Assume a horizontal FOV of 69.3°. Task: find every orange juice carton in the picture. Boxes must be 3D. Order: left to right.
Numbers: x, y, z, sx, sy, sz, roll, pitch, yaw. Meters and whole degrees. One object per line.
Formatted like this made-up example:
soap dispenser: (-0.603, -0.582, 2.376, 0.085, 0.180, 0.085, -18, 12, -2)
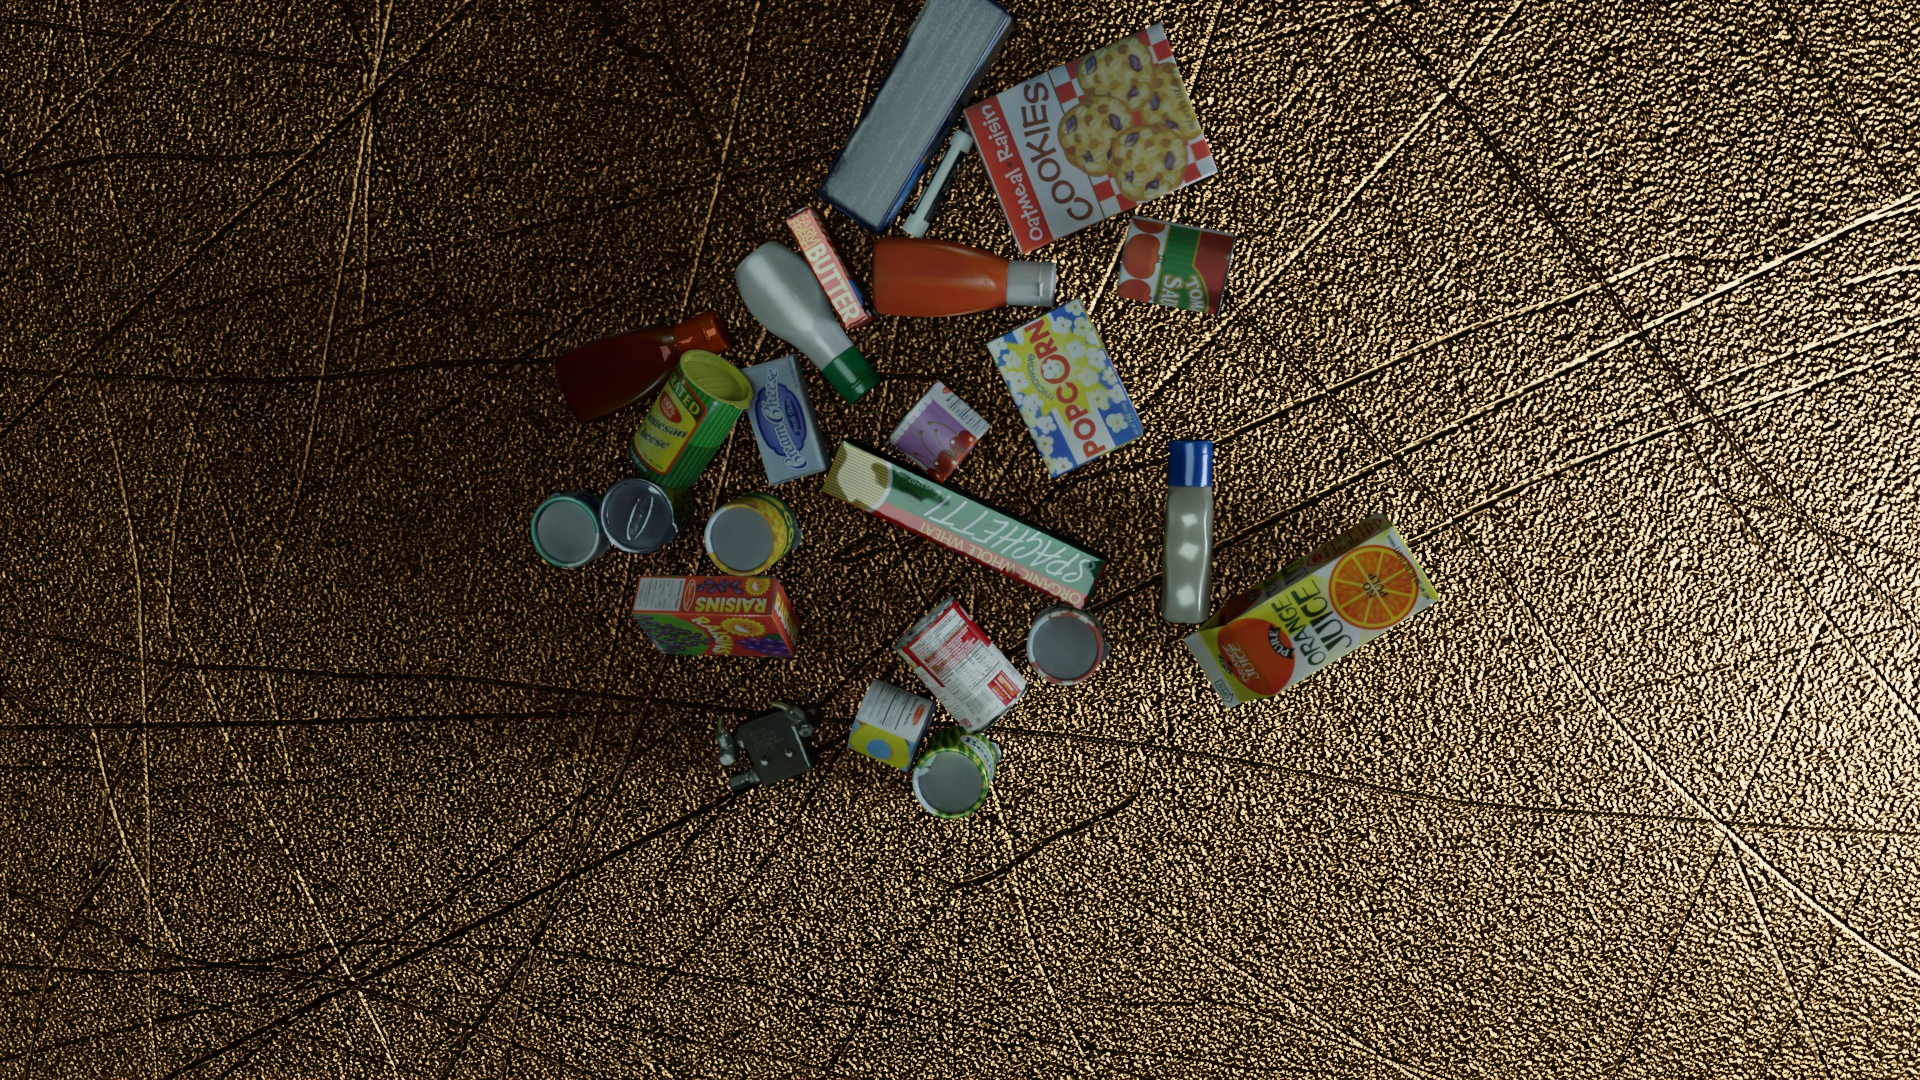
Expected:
orange juice carton: (0.281, 0.061, 1.131, 0.192, 0.073, 0.072, -33, 94, 13)

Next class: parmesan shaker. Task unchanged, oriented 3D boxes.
parmesan shaker: (-0.227, -0.099, 1.170, 0.071, 0.071, 0.102, 39, 118, 0)

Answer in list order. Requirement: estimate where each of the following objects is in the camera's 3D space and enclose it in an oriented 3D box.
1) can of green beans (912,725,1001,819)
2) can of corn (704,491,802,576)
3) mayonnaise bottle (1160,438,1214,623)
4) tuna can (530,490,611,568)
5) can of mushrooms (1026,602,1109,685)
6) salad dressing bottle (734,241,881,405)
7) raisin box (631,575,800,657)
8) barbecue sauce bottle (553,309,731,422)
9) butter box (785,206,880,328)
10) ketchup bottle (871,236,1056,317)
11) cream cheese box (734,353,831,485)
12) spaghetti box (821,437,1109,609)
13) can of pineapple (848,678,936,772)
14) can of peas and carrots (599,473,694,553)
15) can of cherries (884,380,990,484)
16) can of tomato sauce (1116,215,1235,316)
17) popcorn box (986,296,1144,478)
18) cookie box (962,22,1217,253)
can of green beans: (-0.005, 0.201, 1.206, 0.071, 0.058, 0.071, 1, 100, 8)
can of corn: (-0.178, -0.005, 1.197, 0.071, 0.058, 0.071, 2, 100, 9)
mayonnaise bottle: (0.187, -0.009, 1.141, 0.041, 0.065, 0.148, 2, 96, 12)
tuna can: (-0.347, -0.012, 1.234, 0.071, 0.033, 0.071, 1, 100, 8)
can of mushrooms: (0.092, 0.089, 1.185, 0.071, 0.033, 0.071, 1, 99, 9)
salad dressing bottle: (-0.126, -0.181, 1.167, 0.064, 0.044, 0.147, -39, 93, 6)
raisin box: (-0.209, 0.066, 1.200, 0.123, 0.085, 0.040, 1, 60, 9)
barbecue sauce bottle: (-0.270, -0.155, 1.193, 0.148, 0.044, 0.065, -20, 97, 11)
butter box: (-0.105, -0.225, 1.151, 0.024, 0.053, 0.103, -28, 95, 11)
ketchup bottle: (0.003, -0.214, 1.140, 0.149, 0.044, 0.064, 5, 115, 7)
cream cheese box: (-0.152, -0.104, 1.193, 0.053, 0.024, 0.103, -15, 97, 12)
spaghetti box: (0.004, -0.015, 1.183, 0.250, 0.029, 0.050, 25, 103, 4)
can of pineapple: (-0.059, 0.161, 1.204, 0.058, 0.071, 0.071, 21, 102, 5)
can of peas and carrots: (-0.269, -0.025, 1.207, 0.071, 0.059, 0.070, 1, 101, 8)
can of cherries: (-0.019, -0.087, 1.155, 0.058, 0.071, 0.071, 41, 103, -1)
can of tomato sauce: (0.170, -0.217, 1.103, 0.083, 0.071, 0.071, 12, 102, 7)
popcorn box: (0.087, -0.126, 1.146, 0.085, 0.038, 0.126, -25, 95, 12)
cookie box: (0.101, -0.316, 1.102, 0.167, 0.040, 0.122, -22, 100, 6)
